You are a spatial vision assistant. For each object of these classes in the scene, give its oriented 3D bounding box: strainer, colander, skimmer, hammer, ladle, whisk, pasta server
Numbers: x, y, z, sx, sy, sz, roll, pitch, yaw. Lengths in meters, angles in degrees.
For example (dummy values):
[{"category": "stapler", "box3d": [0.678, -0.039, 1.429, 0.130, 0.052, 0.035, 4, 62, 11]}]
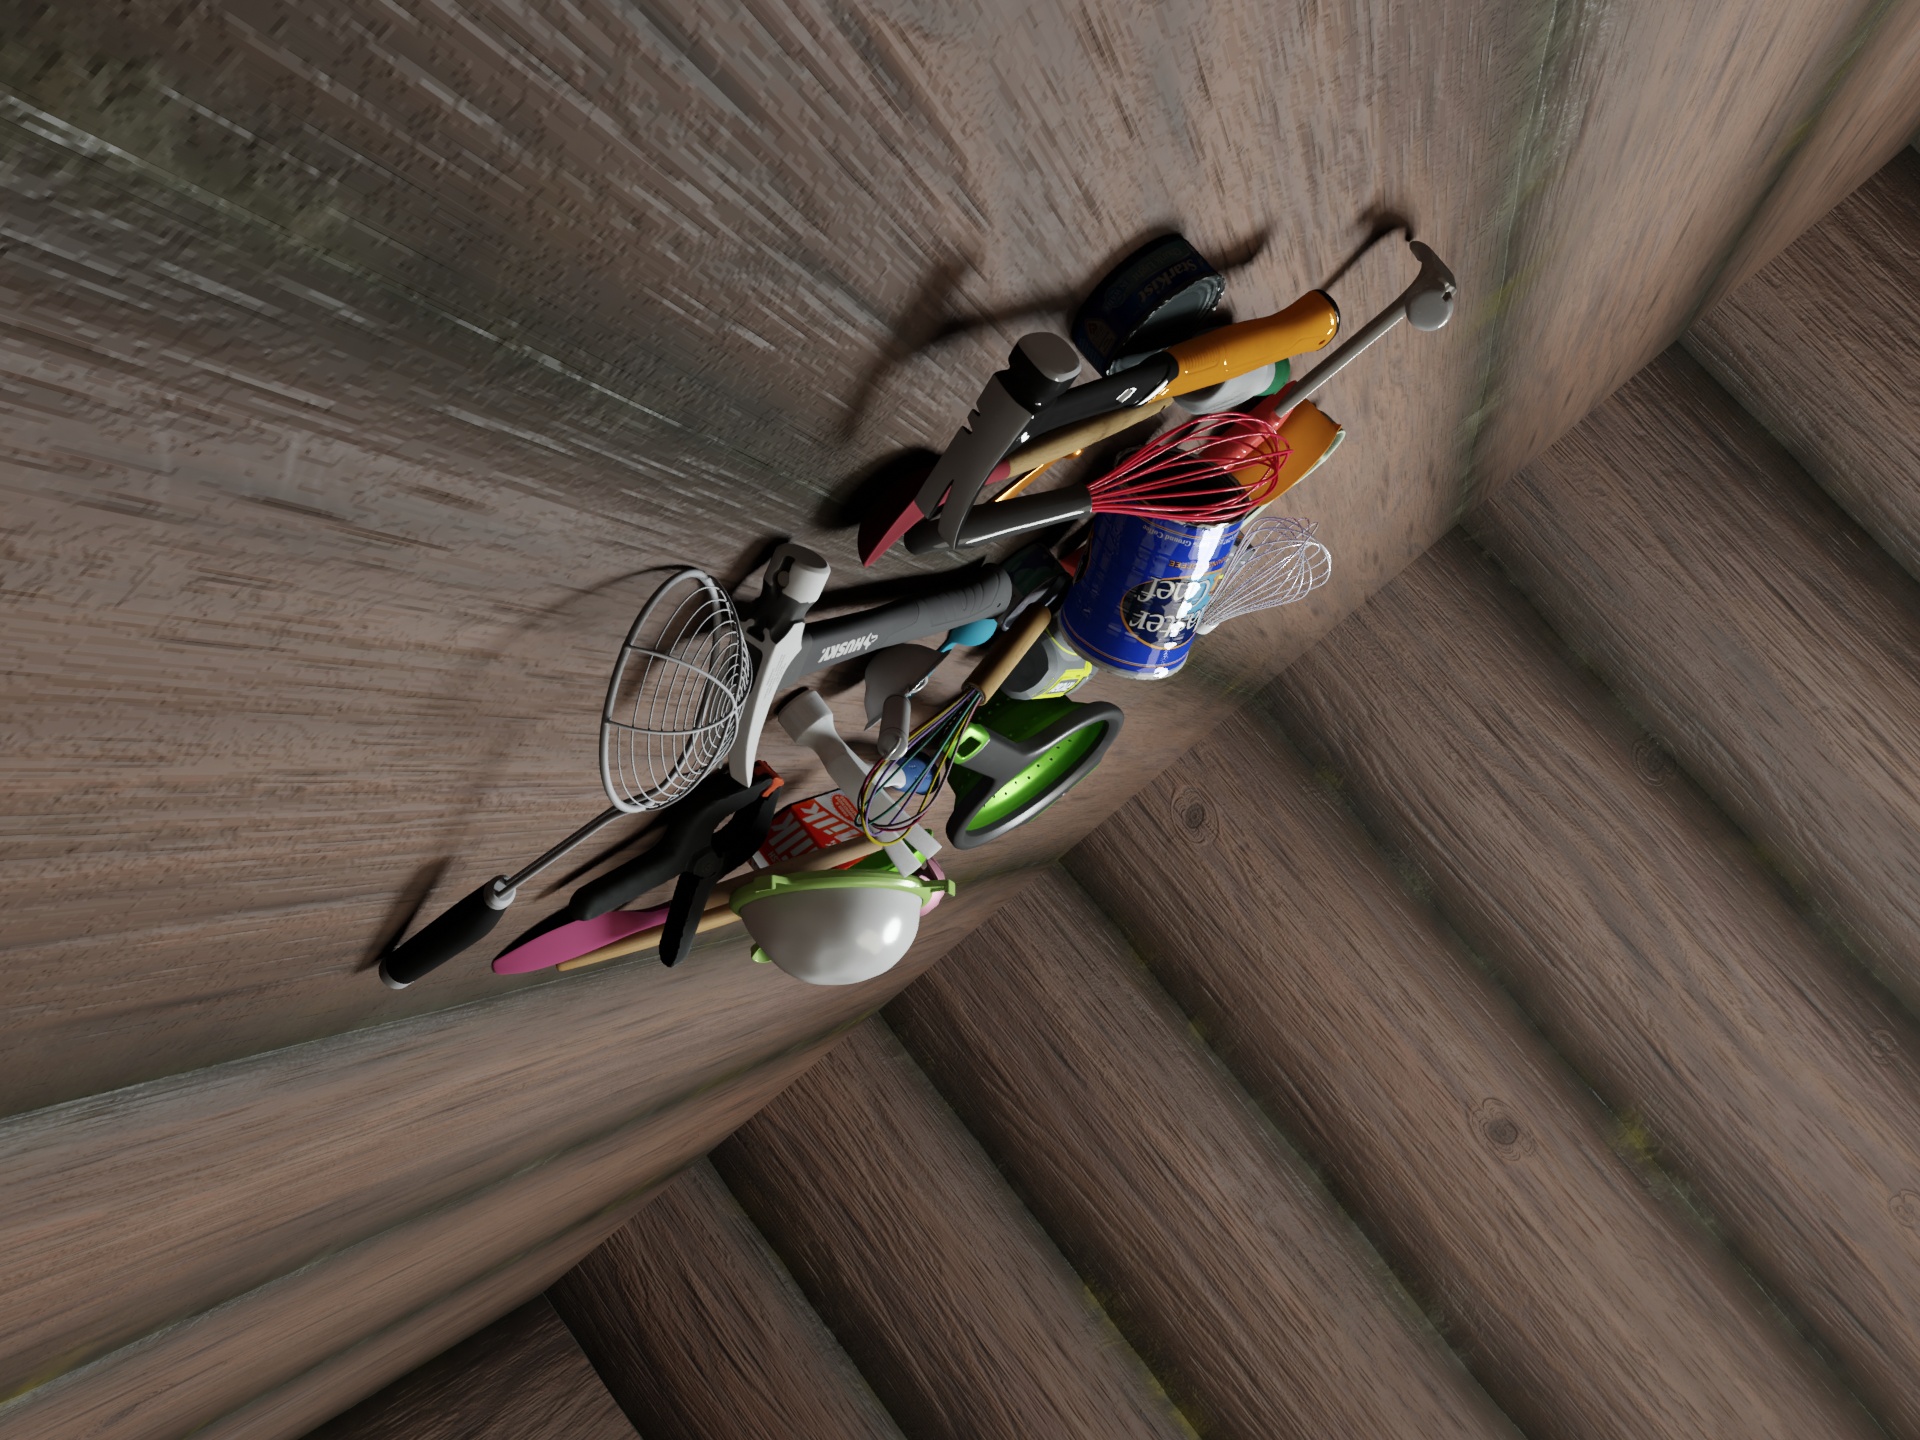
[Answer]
[{"category": "strainer", "box3d": [-0.115, 0.176, 1.216, 0.151, 0.069, 0.256, 4, 159, -24]}, {"category": "strainer", "box3d": [-0.043, -0.013, 1.082, 0.087, 0.050, 0.258, -43, -169, 9]}, {"category": "colander", "box3d": [0.028, 0.014, 1.439, 0.204, 0.094, 0.397, -40, 164, 7]}, {"category": "skimmer", "box3d": [-0.241, 0.048, 0.881, 0.363, 0.090, 0.127, -34, -168, 32]}, {"category": "hammer", "box3d": [-0.049, -0.056, 1.012, 0.335, 0.035, 0.146, -24, 143, -62]}, {"category": "ladle", "box3d": [0.042, -0.161, 0.972, 0.315, 0.031, 0.069, -31, 168, -43]}, {"category": "hammer", "box3d": [0.218, -0.221, 1.206, 0.359, 0.036, 0.149, -39, -166, 27]}, {"category": "whisk", "box3d": [0.212, -0.095, 1.292, 0.070, 0.070, 0.284, -33, 176, -25]}, {"category": "hammer", "box3d": [0.113, -0.189, 0.890, 0.337, 0.034, 0.127, -28, 163, -43]}, {"category": "pasta server", "box3d": [-0.055, 0.130, 1.519, 0.060, 0.040, 0.316, -48, -167, 1]}, {"category": "hammer", "box3d": [-0.053, 0.049, 1.284, 0.035, 0.144, 0.405, -39, 175, 3]}, {"category": "whisk", "box3d": [0.095, -0.147, 1.026, 0.295, 0.073, 0.073, -17, 159, -25]}, {"category": "whisk", "box3d": [-0.001, -0.002, 1.108, 0.245, 0.047, 0.051, -51, -171, -36]}]

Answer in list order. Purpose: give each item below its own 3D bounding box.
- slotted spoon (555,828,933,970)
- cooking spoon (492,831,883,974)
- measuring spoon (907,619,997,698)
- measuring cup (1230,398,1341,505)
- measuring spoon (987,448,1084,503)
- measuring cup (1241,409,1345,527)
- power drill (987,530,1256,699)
[{"category": "slotted spoon", "box3d": [-0.168, 0.147, 1.269, 0.313, 0.031, 0.070, -16, -170, -10]}, {"category": "cooking spoon", "box3d": [-0.195, 0.136, 1.204, 0.319, 0.017, 0.068, -18, 160, -18]}, {"category": "measuring spoon", "box3d": [-0.011, -0.044, 1.260, 0.128, 0.021, 0.042, -47, 166, 31]}, {"category": "measuring cup", "box3d": [0.260, -0.240, 1.318, 0.095, 0.052, 0.174, -43, -168, 25]}, {"category": "measuring spoon", "box3d": [0.037, -0.147, 1.042, 0.117, 0.011, 0.021, -39, 168, -1]}, {"category": "measuring cup", "box3d": [0.276, -0.219, 1.451, 0.167, 0.038, 0.083, -43, 168, 29]}, {"category": "power drill", "box3d": [0.140, -0.102, 1.381, 0.228, 0.080, 0.190, -40, 169, 18]}]
